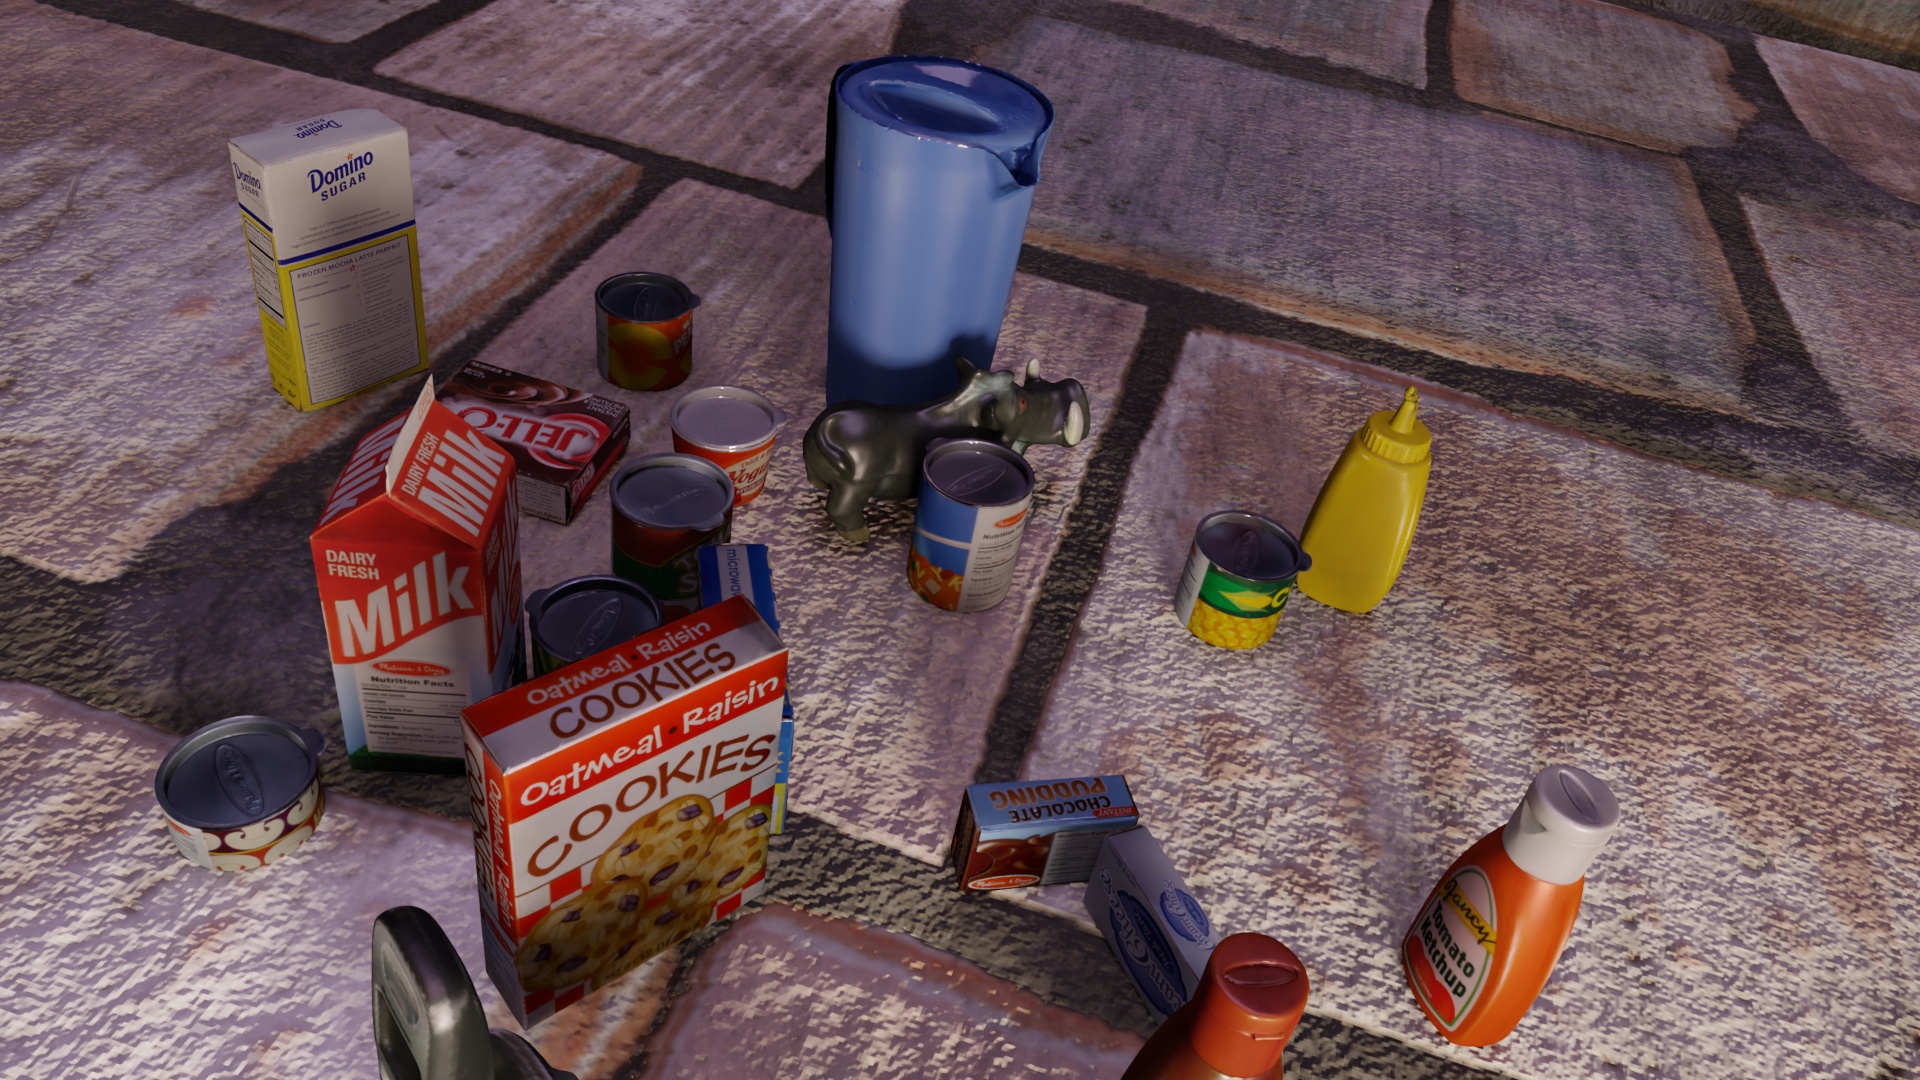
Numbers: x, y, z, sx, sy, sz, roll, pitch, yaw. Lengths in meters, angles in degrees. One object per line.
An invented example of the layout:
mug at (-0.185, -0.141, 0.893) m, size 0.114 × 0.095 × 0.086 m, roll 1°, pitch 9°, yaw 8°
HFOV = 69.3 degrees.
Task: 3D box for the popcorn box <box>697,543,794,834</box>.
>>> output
popcorn box at (-0.111, 0.073, 0.700) m, size 0.038 × 0.084 × 0.127 m, roll -1°, pitch 40°, yaw -15°

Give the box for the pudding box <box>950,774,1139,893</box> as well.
pudding box at (0.040, 0.143, 0.679) m, size 0.084 × 0.049 × 0.030 m, roll -2°, pitch 41°, yaw -16°

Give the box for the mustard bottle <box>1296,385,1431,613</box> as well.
mustard bottle at (0.255, -0.029, 0.853) m, size 0.065 × 0.159 × 0.049 m, roll 21°, pitch 40°, yaw 12°

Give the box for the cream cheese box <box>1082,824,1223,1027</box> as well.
cream cheese box at (0.095, 0.187, 0.635) m, size 0.024 × 0.053 × 0.104 m, roll -11°, pitch 44°, yaw -25°

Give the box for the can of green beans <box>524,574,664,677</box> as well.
can of green beans at (-0.187, 0.061, 0.718) m, size 0.071 × 0.057 × 0.071 m, roll 7°, pitch 39°, yaw -5°

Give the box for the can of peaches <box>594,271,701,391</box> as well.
can of peaches at (-0.216, -0.144, 0.961) m, size 0.071 × 0.057 × 0.071 m, roll 7°, pitch 39°, yaw -5°

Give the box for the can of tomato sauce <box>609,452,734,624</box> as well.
can of tomato sauce at (-0.160, 0.004, 0.773) m, size 0.071 × 0.082 × 0.071 m, roll 7°, pitch 39°, yaw -5°

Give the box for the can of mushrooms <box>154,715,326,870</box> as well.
can of mushrooms at (-0.327, 0.115, 0.638) m, size 0.071 × 0.033 × 0.071 m, roll 7°, pitch 39°, yaw -5°

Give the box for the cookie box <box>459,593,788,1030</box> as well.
cookie box at (-0.138, 0.113, 0.579) m, size 0.123 × 0.166 × 0.040 m, roll -24°, pitch 50°, yaw -35°

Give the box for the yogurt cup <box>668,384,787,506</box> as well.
yogurt cup at (-0.149, -0.058, 0.875) m, size 0.072 × 0.053 × 0.073 m, roll 7°, pitch 39°, yaw -5°

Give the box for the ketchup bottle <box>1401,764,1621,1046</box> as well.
ketchup bottle at (0.248, 0.163, 0.626) m, size 0.043 × 0.148 × 0.065 m, roll -1°, pitch 40°, yaw -15°

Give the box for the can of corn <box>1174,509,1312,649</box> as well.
can of corn at (0.171, 0.025, 0.848) m, size 0.071 × 0.058 × 0.071 m, roll 7°, pitch 39°, yaw -5°

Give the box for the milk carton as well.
milk carton at (-0.248, 0.020, 0.648) m, size 0.073 × 0.189 × 0.073 m, roll 5°, pitch 39°, yaw -8°

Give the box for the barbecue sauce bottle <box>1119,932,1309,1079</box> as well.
barbecue sauce bottle at (0.095, 0.209, 0.533) m, size 0.065 × 0.147 × 0.044 m, roll 2°, pitch 40°, yaw -11°

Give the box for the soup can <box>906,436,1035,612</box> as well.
soup can at (0.003, -0.010, 0.830) m, size 0.071 × 0.083 × 0.072 m, roll 7°, pitch 39°, yaw -5°
